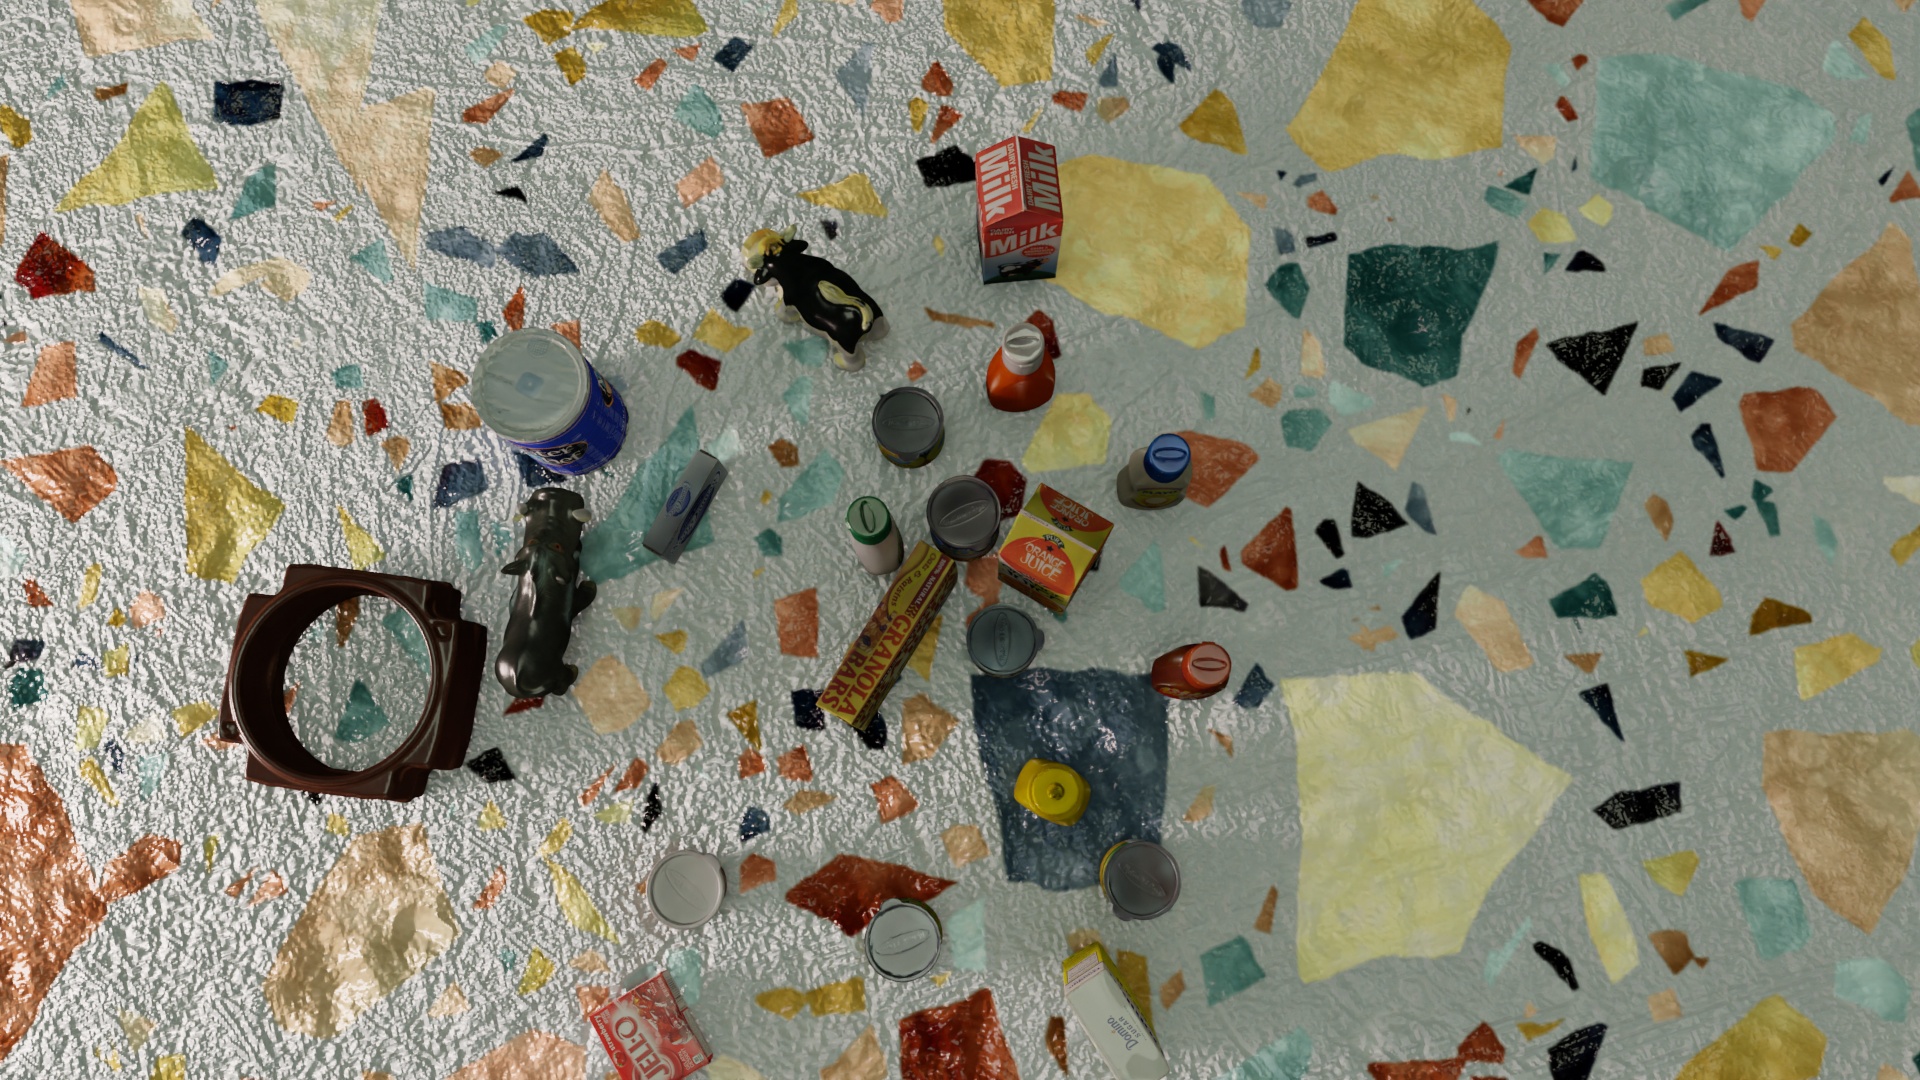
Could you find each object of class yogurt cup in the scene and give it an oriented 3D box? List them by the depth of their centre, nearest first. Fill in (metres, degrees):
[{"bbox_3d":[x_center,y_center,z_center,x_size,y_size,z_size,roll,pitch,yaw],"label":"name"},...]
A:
[{"bbox_3d":[-0.237,0.306,1.223,0.072,0.054,0.072,0,80,1],"label":"yogurt cup"}]

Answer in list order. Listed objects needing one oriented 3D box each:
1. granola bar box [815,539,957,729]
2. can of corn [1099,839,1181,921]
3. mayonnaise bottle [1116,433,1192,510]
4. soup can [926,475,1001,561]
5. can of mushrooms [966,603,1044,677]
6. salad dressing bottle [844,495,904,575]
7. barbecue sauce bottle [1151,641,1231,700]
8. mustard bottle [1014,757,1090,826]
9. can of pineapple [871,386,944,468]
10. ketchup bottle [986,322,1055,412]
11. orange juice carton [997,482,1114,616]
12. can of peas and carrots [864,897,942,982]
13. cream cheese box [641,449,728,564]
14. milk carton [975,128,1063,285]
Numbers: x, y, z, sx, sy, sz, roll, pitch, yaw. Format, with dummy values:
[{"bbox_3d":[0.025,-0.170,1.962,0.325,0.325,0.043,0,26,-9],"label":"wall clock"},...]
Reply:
[{"bbox_3d":[-0.061,0.087,1.225,0.039,0.124,0.166,31,82,6],"label":"granola bar box"},{"bbox_3d":[0.155,0.298,1.216,0.071,0.058,0.071,0,80,1],"label":"can of corn"},{"bbox_3d":[0.176,-0.060,1.237,0.065,0.148,0.041,0,80,1],"label":"mayonnaise bottle"},{"bbox_3d":[0.005,-0.016,1.264,0.071,0.083,0.071,0,80,1],"label":"soup can"},{"bbox_3d":[0.041,0.092,1.269,0.071,0.033,0.071,0,80,1],"label":"can of mushrooms"},{"bbox_3d":[-0.076,-0.007,1.231,0.044,0.147,0.064,-14,80,-1],"label":"salad dressing bottle"},{"bbox_3d":[0.204,0.113,1.204,0.065,0.148,0.044,4,80,2],"label":"barbecue sauce bottle"},{"bbox_3d":[0.080,0.214,1.181,0.065,0.160,0.049,25,81,5],"label":"mustard bottle"},{"bbox_3d":[-0.048,-0.103,1.294,0.071,0.057,0.071,0,80,1],"label":"can of pineapple"},{"bbox_3d":[0.055,-0.156,1.256,0.065,0.148,0.043,-9,80,-1],"label":"ketchup bottle"},{"bbox_3d":[0.081,0.008,1.203,0.072,0.192,0.073,31,82,6],"label":"orange juice carton"},{"bbox_3d":[-0.050,0.345,1.210,0.071,0.058,0.071,0,80,1],"label":"can of peas and carrots"},{"bbox_3d":[-0.254,-0.031,1.286,0.024,0.053,0.104,28,81,6],"label":"cream cheese box"},{"bbox_3d":[0.052,-0.300,1.262,0.073,0.190,0.072,-6,80,0],"label":"milk carton"}]
